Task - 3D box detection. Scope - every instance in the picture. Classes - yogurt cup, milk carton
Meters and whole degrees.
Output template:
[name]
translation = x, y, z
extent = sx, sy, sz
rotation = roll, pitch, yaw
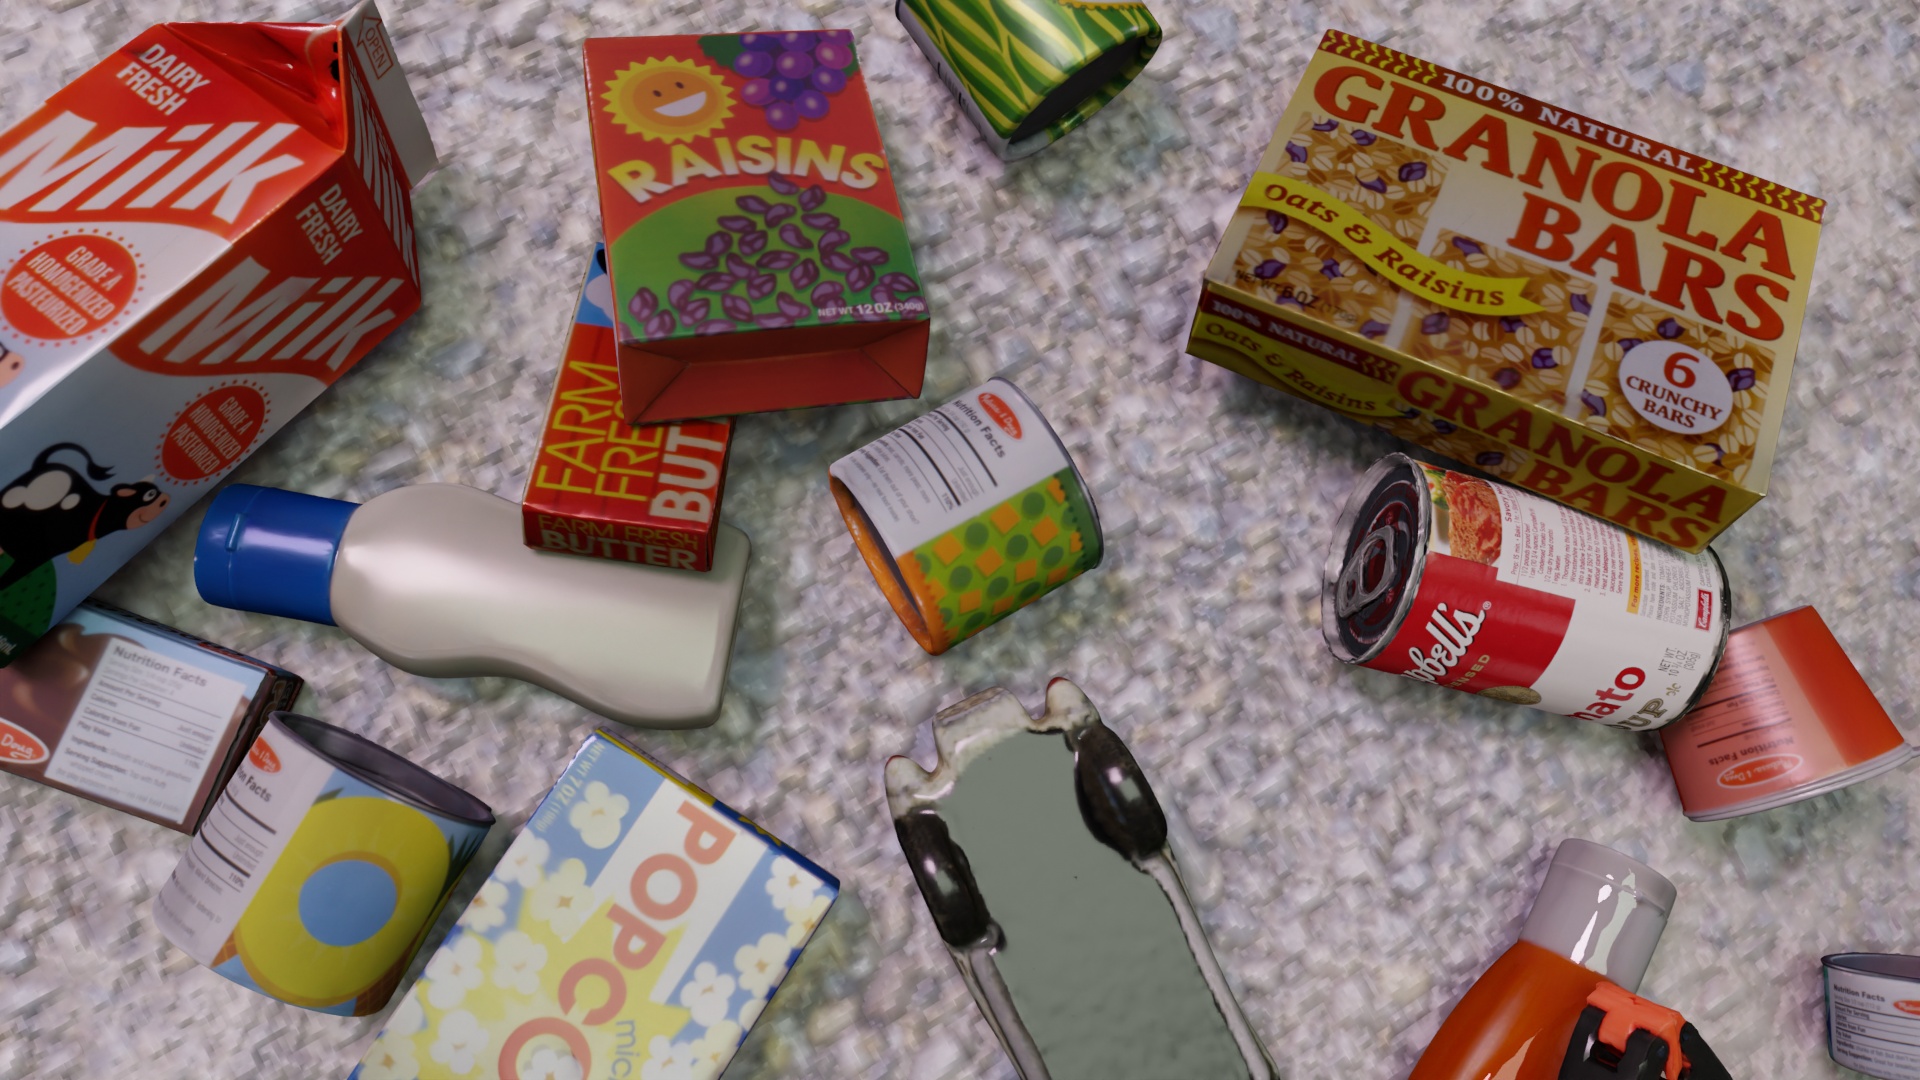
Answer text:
[yogurt cup]
translation = 0.258, 0.055, 0.447
extent = 0.072, 0.072, 0.054
rotation = -17, 76, -11
[milk carton]
translation = -0.220, -0.067, 0.375
extent = 0.073, 0.072, 0.191
rotation = 36, 67, 11

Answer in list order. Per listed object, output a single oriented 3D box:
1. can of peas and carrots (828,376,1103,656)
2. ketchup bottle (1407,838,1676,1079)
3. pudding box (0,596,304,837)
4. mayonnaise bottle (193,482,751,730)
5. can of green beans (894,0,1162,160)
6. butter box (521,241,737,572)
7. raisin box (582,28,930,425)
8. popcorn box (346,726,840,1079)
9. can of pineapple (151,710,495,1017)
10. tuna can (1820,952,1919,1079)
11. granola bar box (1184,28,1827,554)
[can of peas and carrots]
translation = 0.001, -0.005, 0.418
extent = 0.059, 0.071, 0.071
rotation = -29, 86, -11
[ketchup bottle]
translation = 0.173, 0.165, 0.426
extent = 0.064, 0.043, 0.149
rotation = 34, 77, -12
[pudding box]
translation = -0.238, 0.045, 0.390
extent = 0.084, 0.030, 0.050
rotation = 21, 80, -5
[mayonnaise bottle]
translation = -0.139, 0.014, 0.405
extent = 0.148, 0.041, 0.065
rotation = 11, 73, -6
[can of green beans]
translation = 0.022, -0.165, 0.444
extent = 0.071, 0.071, 0.058
rotation = -34, 88, -12
[butter box]
translation = -0.092, -0.041, 0.409
extent = 0.053, 0.024, 0.104
rotation = 8, 54, -7
[raisin box]
translation = -0.063, -0.096, 0.411
extent = 0.086, 0.040, 0.124
rotation = -7, 59, -12
[popcorn box]
translation = -0.103, 0.128, 0.392
extent = 0.085, 0.038, 0.127
rotation = 34, 78, -3
[can of pineapple]
translation = -0.169, 0.087, 0.376
extent = 0.071, 0.071, 0.058
rotation = 29, 79, -3
[tuna can]
translation = 0.313, 0.152, 0.439
extent = 0.071, 0.071, 0.033
rotation = 3, 82, -8
[granola bar box]
translation = 0.170, -0.083, 0.435
extent = 0.166, 0.039, 0.125
rotation = 24, 62, 10
